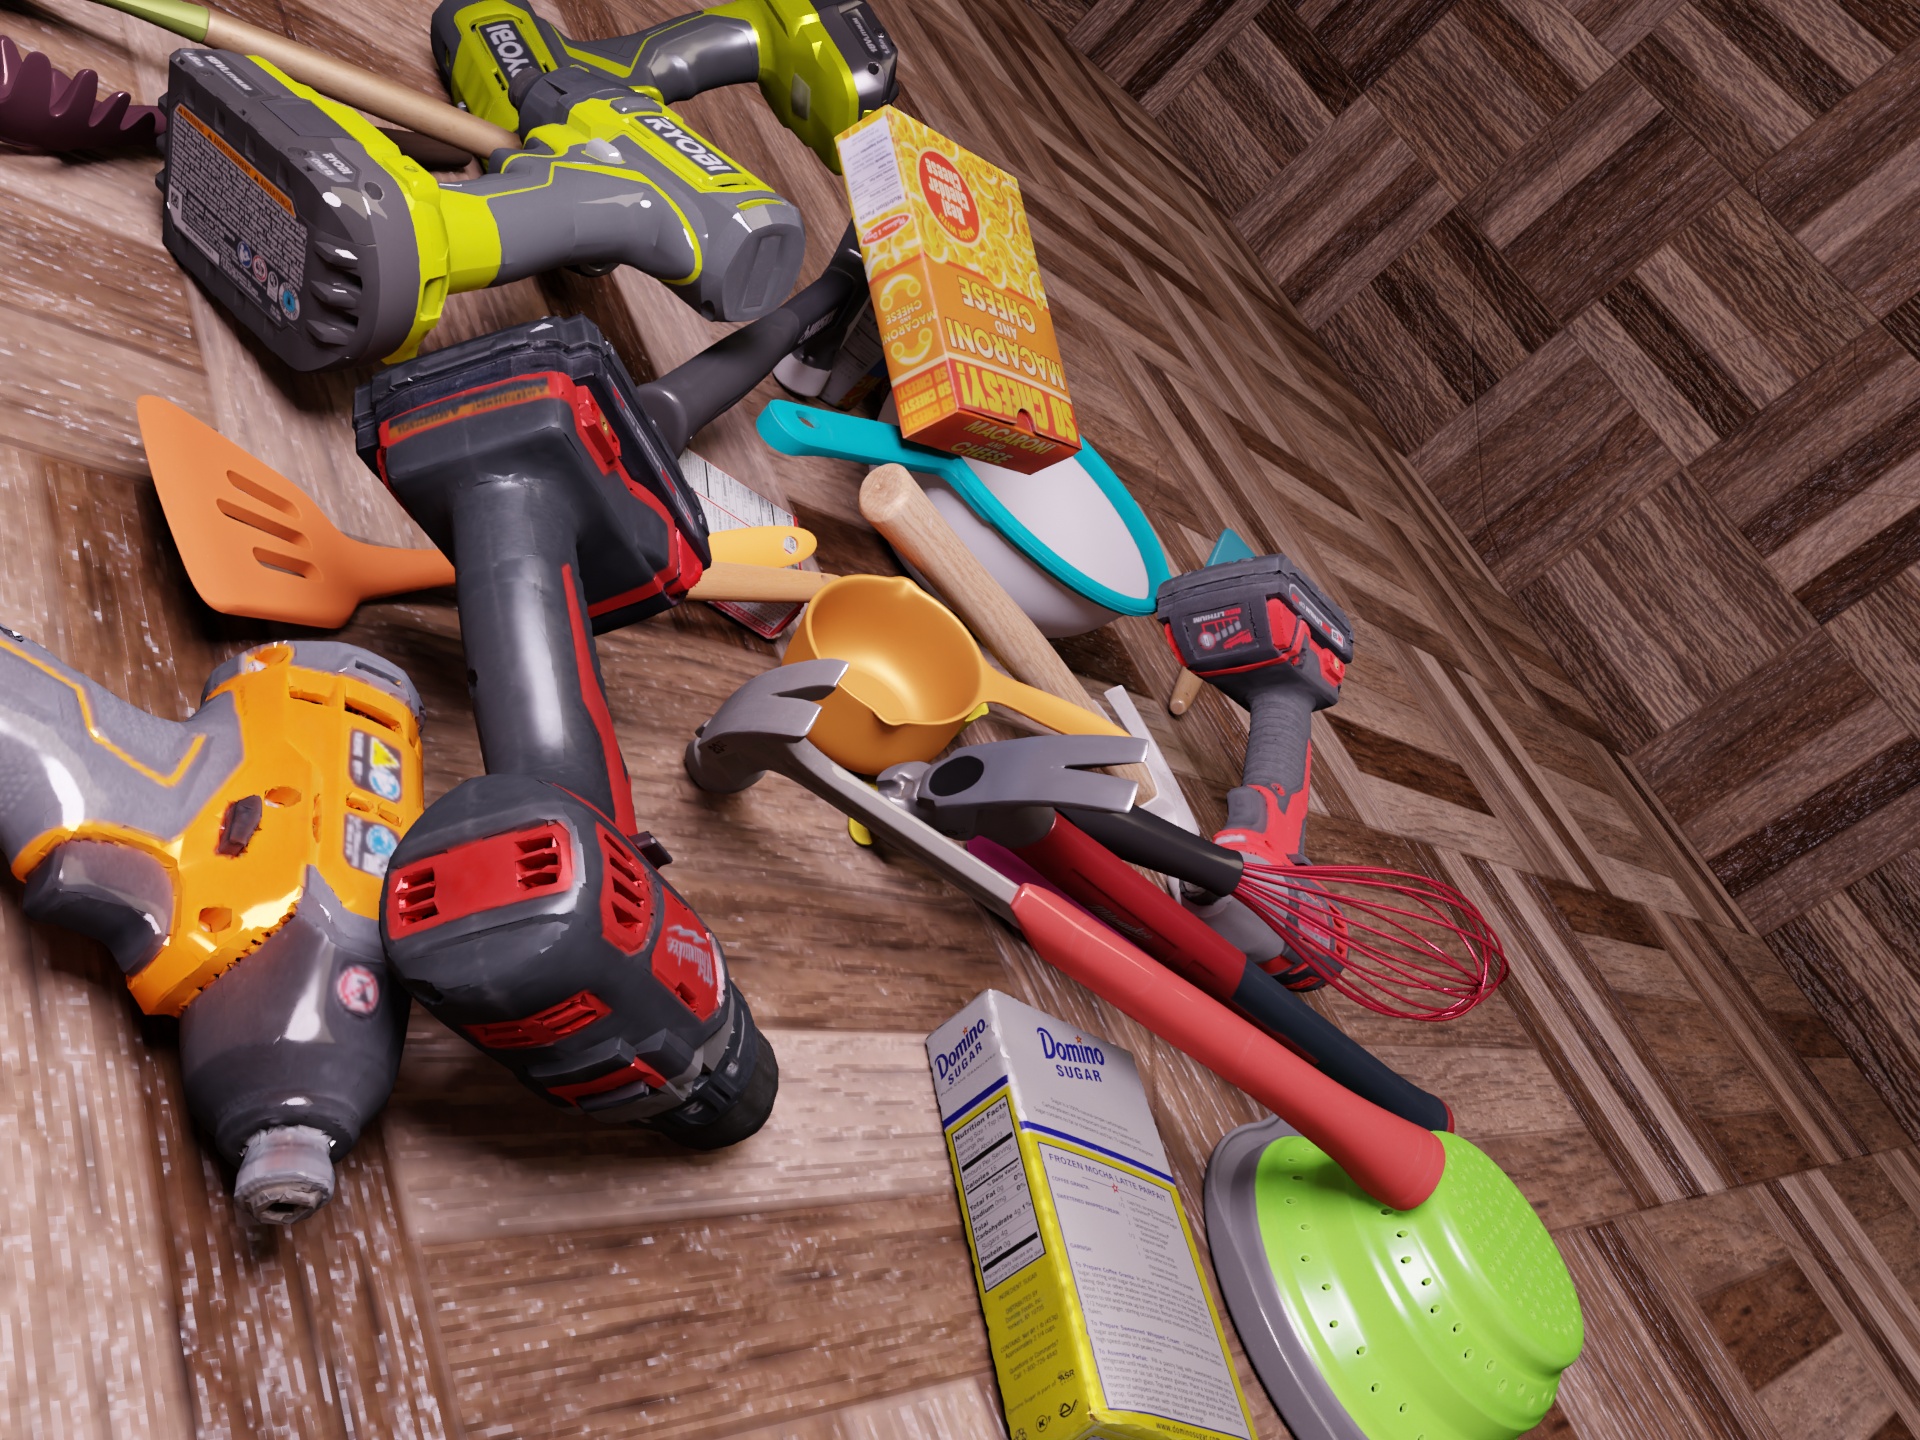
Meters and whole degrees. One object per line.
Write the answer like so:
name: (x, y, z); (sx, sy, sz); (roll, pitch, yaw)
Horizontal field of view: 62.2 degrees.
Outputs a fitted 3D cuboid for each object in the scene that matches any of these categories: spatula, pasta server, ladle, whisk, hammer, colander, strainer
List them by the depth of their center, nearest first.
spatula: (-0.153, -0.062, 0.614); (0.322, 0.041, 0.081); (-2, 60, -51)
hammer: (0.059, 0.094, 0.623); (0.359, 0.149, 0.037); (35, 71, -16)
colander: (0.199, 0.291, 0.650); (0.204, 0.094, 0.397); (44, 25, -11)
ladle: (-0.291, -0.297, 0.677); (0.320, 0.062, 0.078); (10, 20, -43)
pasta server: (-0.301, -0.258, 0.678); (0.060, 0.040, 0.316); (26, 22, 9)
hammer: (0.136, 0.120, 0.740); (0.386, 0.143, 0.038); (38, 59, -33)
whisk: (0.144, 0.079, 0.760); (0.295, 0.073, 0.073); (23, 33, -20)
hammer: (-0.094, -0.195, 0.801); (0.035, 0.146, 0.335); (32, 27, -4)
hammer: (0.046, -0.023, 0.838); (0.331, 0.031, 0.130); (46, 18, -44)
strainer: (-0.016, -0.117, 0.884); (0.340, 0.095, 0.211); (-2, 54, -56)
spatula: (0.198, -0.069, 1.226); (0.082, 0.044, 0.317); (50, 25, -6)

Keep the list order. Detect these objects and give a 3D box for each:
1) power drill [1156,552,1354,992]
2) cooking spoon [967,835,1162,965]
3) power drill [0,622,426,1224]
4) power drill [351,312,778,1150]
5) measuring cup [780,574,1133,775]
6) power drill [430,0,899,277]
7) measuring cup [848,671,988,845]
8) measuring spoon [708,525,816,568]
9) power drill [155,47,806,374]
power drill: (0.161, 0.029, 0.871); (0.143, 0.078, 0.220); (30, 57, -48)
cooking spoon: (0.116, 0.133, 0.832); (0.318, 0.017, 0.069); (31, 33, -33)
power drill: (-0.223, 0.021, 0.361); (0.226, 0.084, 0.164); (32, 29, -42)
power drill: (-0.110, 0.014, 0.484); (0.187, 0.080, 0.227); (67, 7, -59)
measuring cup: (-0.001, -0.002, 0.734); (0.173, 0.052, 0.095); (22, 43, -18)
power drill: (-0.153, -0.335, 0.870); (0.228, 0.080, 0.191); (-20, 64, -20)
measuring cup: (-0.031, 0.014, 0.763); (0.062, 0.029, 0.157); (37, 39, -10)
measuring spoon: (-0.111, -0.072, 0.699); (0.117, 0.011, 0.021); (-12, 98, -36)
power drill: (-0.196, -0.218, 0.652); (0.171, 0.080, 0.223); (41, 39, 21)
